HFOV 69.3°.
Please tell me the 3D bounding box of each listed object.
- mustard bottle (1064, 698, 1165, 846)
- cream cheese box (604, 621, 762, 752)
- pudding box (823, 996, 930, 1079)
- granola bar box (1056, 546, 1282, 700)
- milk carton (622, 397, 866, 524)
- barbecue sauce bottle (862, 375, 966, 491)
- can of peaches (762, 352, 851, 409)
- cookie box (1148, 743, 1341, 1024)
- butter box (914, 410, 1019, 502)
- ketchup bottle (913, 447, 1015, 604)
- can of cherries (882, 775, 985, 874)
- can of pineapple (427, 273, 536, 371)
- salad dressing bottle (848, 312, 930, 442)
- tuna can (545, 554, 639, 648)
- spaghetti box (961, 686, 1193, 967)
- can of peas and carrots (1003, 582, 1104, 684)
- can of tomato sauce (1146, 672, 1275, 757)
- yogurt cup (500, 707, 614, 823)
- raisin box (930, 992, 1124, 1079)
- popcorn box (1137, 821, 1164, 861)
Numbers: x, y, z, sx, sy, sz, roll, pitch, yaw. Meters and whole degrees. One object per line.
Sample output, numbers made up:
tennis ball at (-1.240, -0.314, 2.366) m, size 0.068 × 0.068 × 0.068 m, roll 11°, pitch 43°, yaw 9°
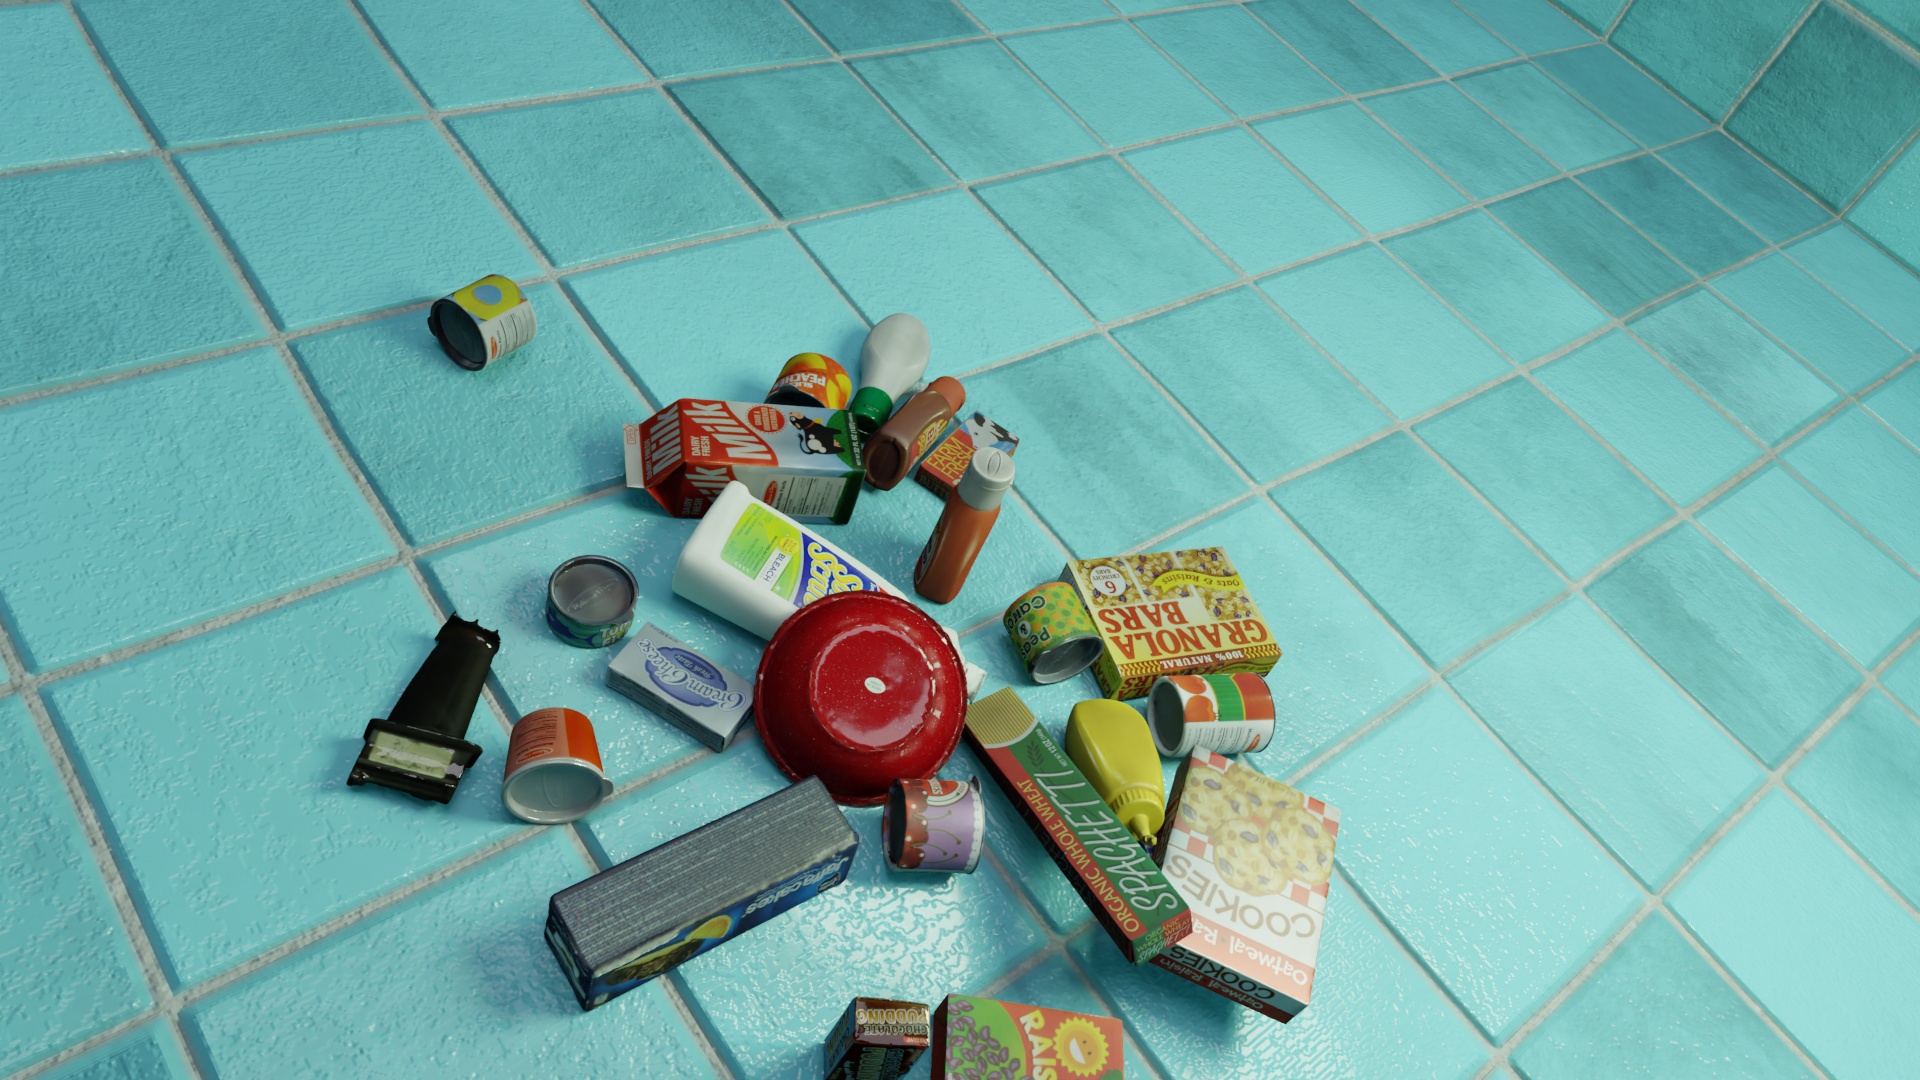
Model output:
mustard bottle at (0.121, 0.179, 1.042) m, size 0.065 × 0.048 × 0.161 m, roll 4°, pitch 26°, yaw -10°
cream cheese box at (-0.204, 0.108, 1.026) m, size 0.104 × 0.024 × 0.054 m, roll 30°, pitch 47°, yaw 5°
pudding box at (-0.053, 0.314, 0.866) m, size 0.050 × 0.083 × 0.030 m, roll 10°, pitch 51°, yaw -15°
granola bar box at (0.179, 0.070, 1.204) m, size 0.166 × 0.038 × 0.125 m, roll -5°, pitch 52°, yaw -26°
milk carton at (-0.182, -0.066, 1.154) m, size 0.191 × 0.073 × 0.072 m, roll 2°, pitch 50°, yaw -20°
barbecue sauce bottle at (-0.039, -0.104, 1.256) m, size 0.044 × 0.064 × 0.149 m, roll 32°, pitch 38°, yaw 5°
can of peaches at (-0.135, -0.126, 1.228) m, size 0.071 × 0.070 × 0.058 m, roll 22°, pitch 45°, yaw -3°
cookie box at (0.201, 0.245, 1.004) m, size 0.123 × 0.040 × 0.168 m, roll 25°, pitch 47°, yaw 1°
butter box at (0.007, -0.074, 1.271) m, size 0.053 × 0.024 × 0.104 m, roll 34°, pitch 46°, yaw 9°
ketchup bottle at (0.004, -0.014, 1.132) m, size 0.043 × 0.148 × 0.065 m, roll 21°, pitch 46°, yaw -6°
can of cherries at (-0.020, 0.200, 0.988) m, size 0.058 × 0.071 × 0.072 m, roll 6°, pitch 49°, yaw -16°
can of pineapple at (-0.404, -0.186, 1.175) m, size 0.071 × 0.070 × 0.058 m, roll 37°, pitch 47°, yaw 11°
salad dressing bottle at (-0.071, -0.152, 1.297) m, size 0.064 × 0.043 × 0.148 m, roll 23°, pitch 47°, yaw -4°
tuna can at (-0.275, 0.048, 1.044) m, size 0.071 × 0.032 × 0.071 m, roll 11°, pitch 48°, yaw -12°
spaghetti box at (0.076, 0.196, 0.998) m, size 0.050 × 0.028 × 0.251 m, roll -24°, pitch 42°, yaw -16°
can of peas and carrots at (0.074, 0.076, 1.136) m, size 0.071 × 0.070 × 0.059 m, roll -9°, pitch 54°, yaw -28°
can of tomato sauce at (0.203, 0.141, 1.133) m, size 0.083 × 0.070 × 0.071 m, roll 0°, pitch 51°, yaw -21°
yogurt cup at (-0.274, 0.150, 0.935) m, size 0.072 × 0.072 × 0.054 m, roll 2°, pitch 42°, yaw -20°
raisin box at (0.044, 0.350, 0.903) m, size 0.123 × 0.039 × 0.086 m, roll 12°, pitch 47°, yaw -10°
popcorn box at (0.193, 0.254, 1.047) m, size 0.127 × 0.038 × 0.085 m, roll 0°, pitch 51°, yaw -22°
